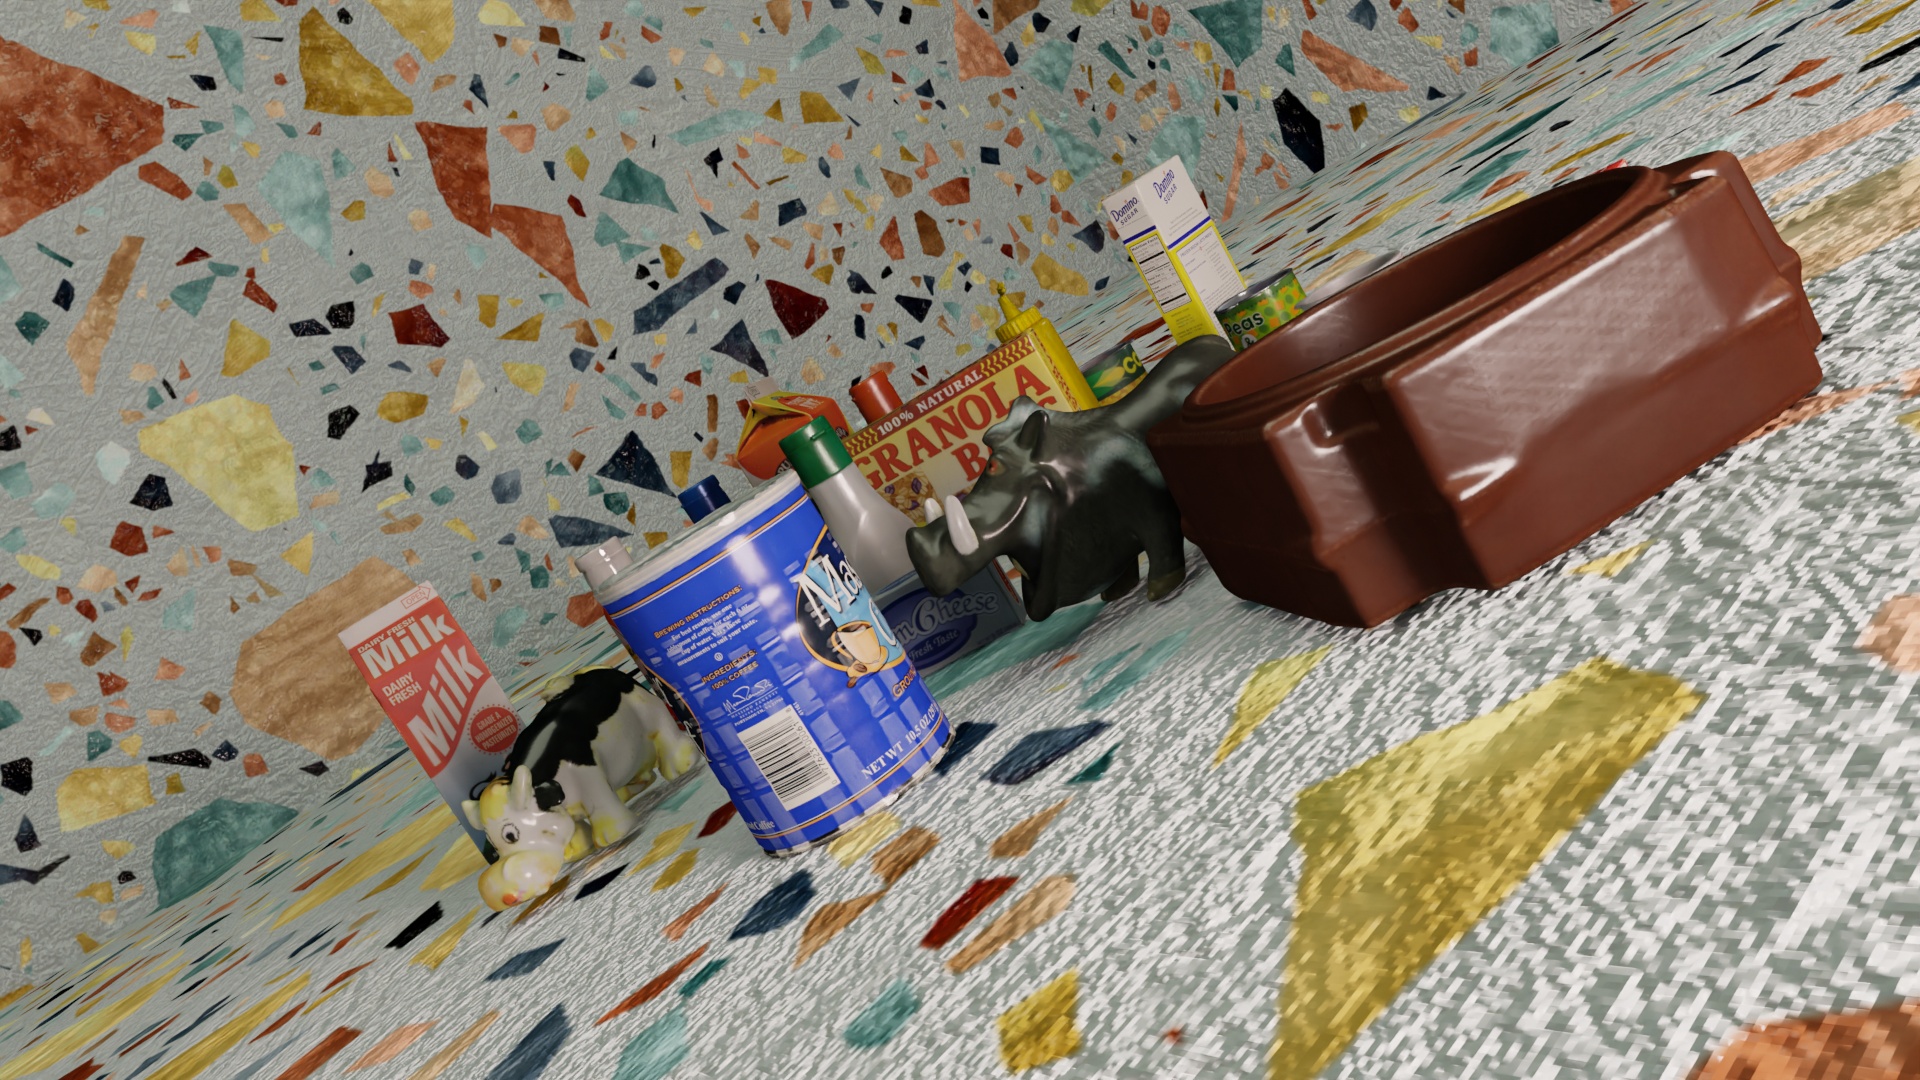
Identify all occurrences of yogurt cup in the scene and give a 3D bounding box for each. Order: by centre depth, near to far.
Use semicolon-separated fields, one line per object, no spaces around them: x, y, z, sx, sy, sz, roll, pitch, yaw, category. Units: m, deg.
0.252;-0.139;0.855;0.072;0.054;0.072;-31;8;5;yogurt cup

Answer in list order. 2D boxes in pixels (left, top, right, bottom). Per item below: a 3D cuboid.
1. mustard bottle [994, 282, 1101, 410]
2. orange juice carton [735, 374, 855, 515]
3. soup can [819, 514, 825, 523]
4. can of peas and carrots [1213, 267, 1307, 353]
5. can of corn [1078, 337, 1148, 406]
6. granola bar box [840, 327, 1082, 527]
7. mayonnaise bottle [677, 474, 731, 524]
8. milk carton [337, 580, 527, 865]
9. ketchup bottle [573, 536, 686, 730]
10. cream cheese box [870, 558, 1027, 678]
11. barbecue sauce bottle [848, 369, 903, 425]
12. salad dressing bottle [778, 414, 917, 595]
0.069;-0.139;1.133;0.049;0.160;0.065;-30;8;11;mustard bottle
-0.107;-0.042;1.081;0.073;0.192;0.072;-29;8;17;orange juice carton
-0.085;0.022;1.006;0.071;0.083;0.071;-31;8;5;soup can
0.232;-0.163;1.045;0.071;0.058;0.071;-31;8;5;can of peas and carrots
0.137;-0.137;1.230;0.071;0.058;0.071;-31;8;5;can of corn
0.010;-0.053;0.968;0.165;0.124;0.039;-29;8;17;granola bar box
-0.181;0.016;1.158;0.041;0.148;0.064;-33;8;-14;mayonnaise bottle
-0.353;0.127;0.977;0.072;0.190;0.073;-34;9;-20;milk carton
-0.227;0.068;1.018;0.044;0.148;0.064;-35;9;-23;ketchup bottle
-0.020;0.044;0.756;0.103;0.053;0.024;-29;8;14;cream cheese box
-0.046;-0.078;1.228;0.044;0.148;0.065;-33;8;-10;barbecue sauce bottle
-0.067;-0.013;0.928;0.064;0.147;0.044;-36;9;-27;salad dressing bottle
